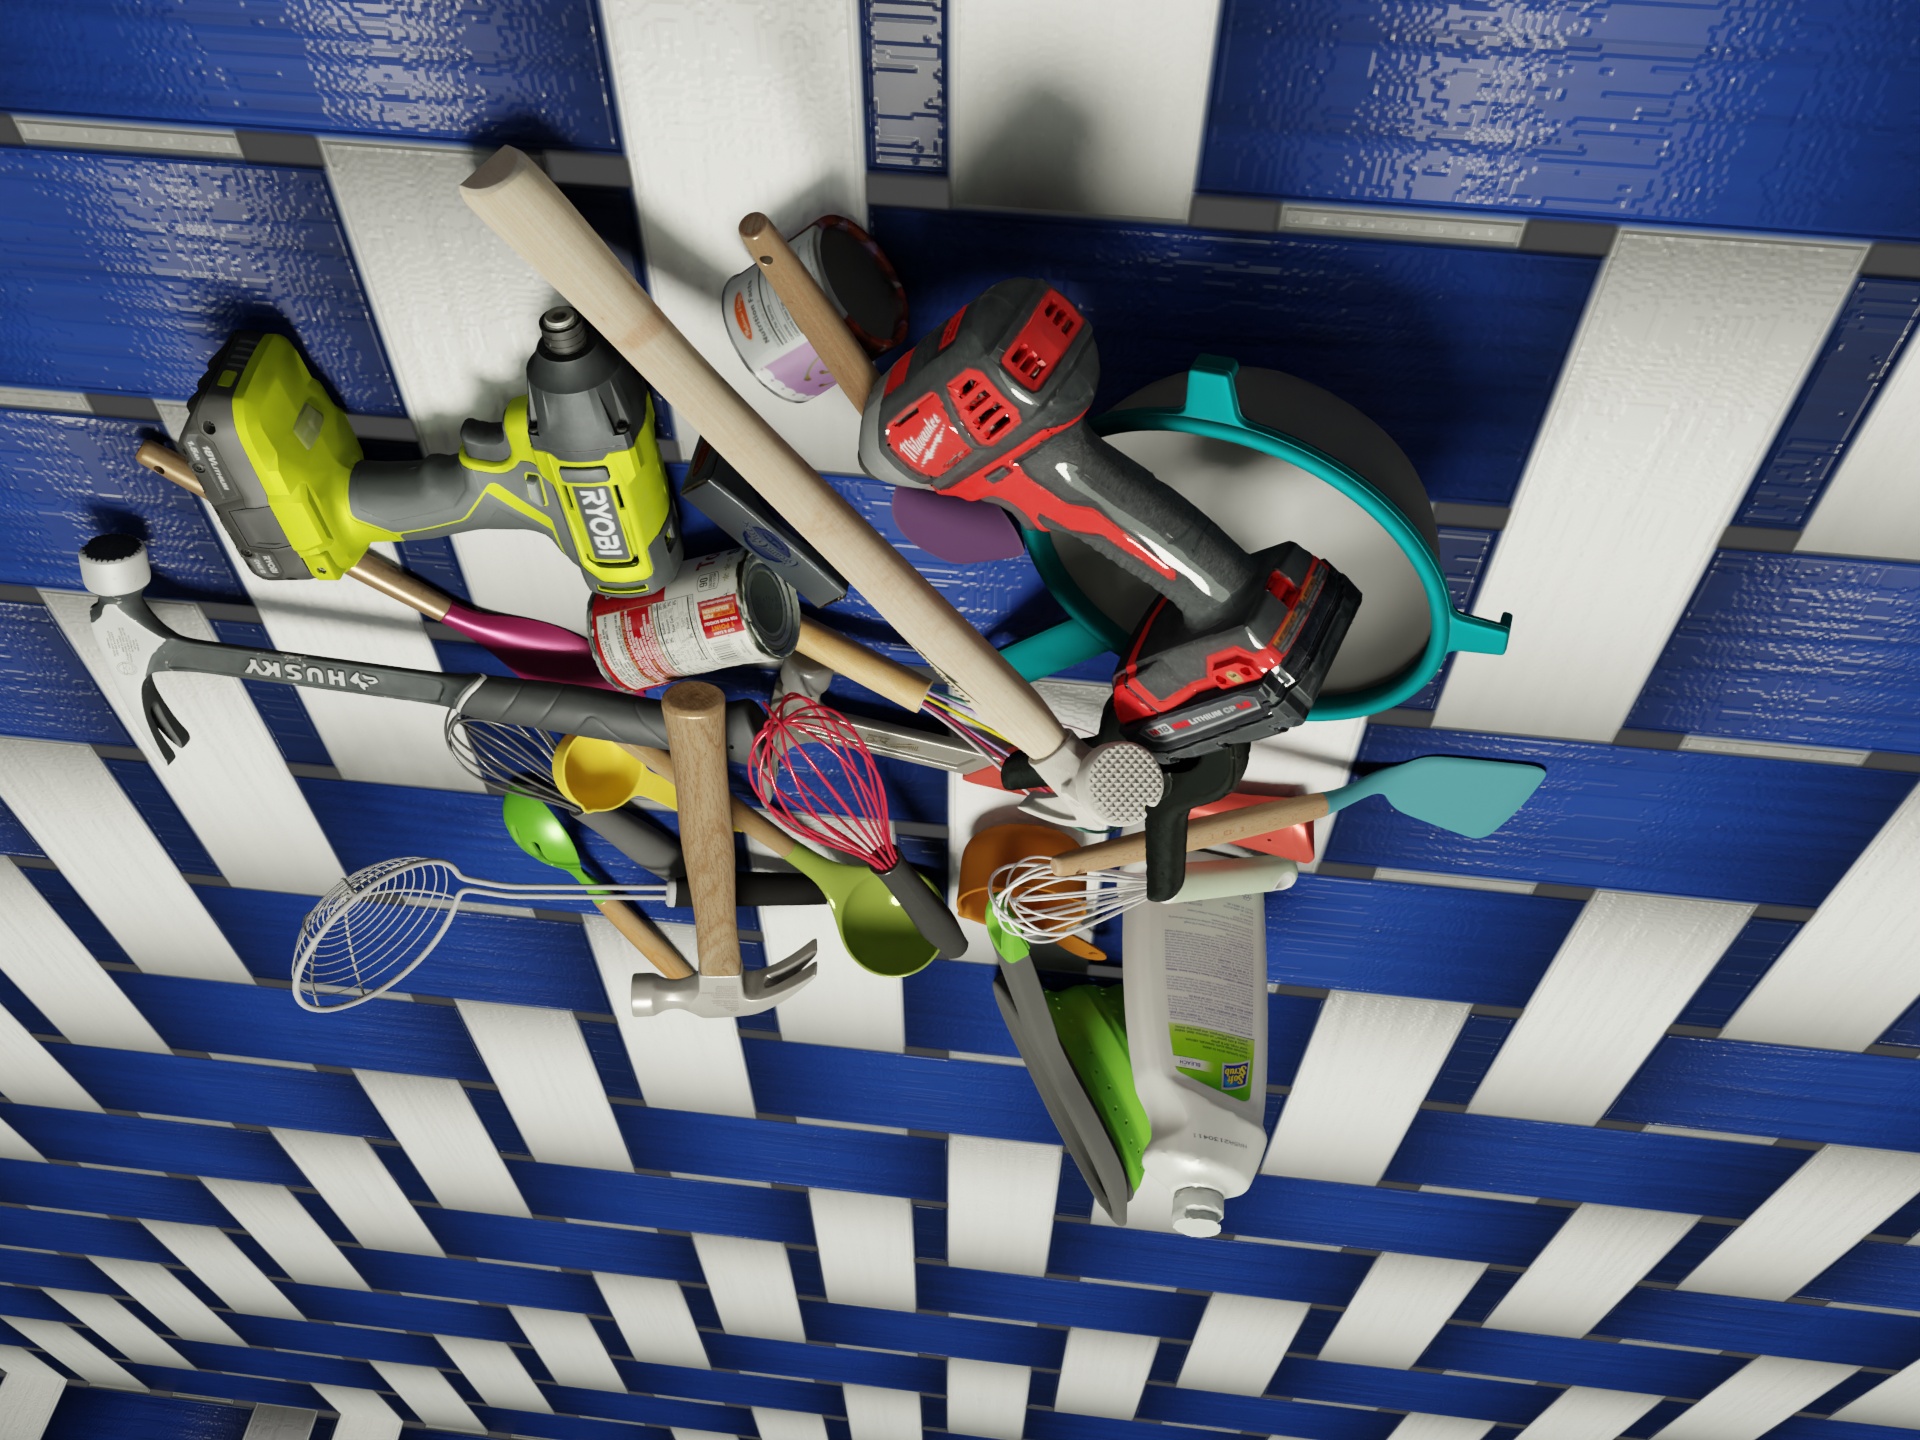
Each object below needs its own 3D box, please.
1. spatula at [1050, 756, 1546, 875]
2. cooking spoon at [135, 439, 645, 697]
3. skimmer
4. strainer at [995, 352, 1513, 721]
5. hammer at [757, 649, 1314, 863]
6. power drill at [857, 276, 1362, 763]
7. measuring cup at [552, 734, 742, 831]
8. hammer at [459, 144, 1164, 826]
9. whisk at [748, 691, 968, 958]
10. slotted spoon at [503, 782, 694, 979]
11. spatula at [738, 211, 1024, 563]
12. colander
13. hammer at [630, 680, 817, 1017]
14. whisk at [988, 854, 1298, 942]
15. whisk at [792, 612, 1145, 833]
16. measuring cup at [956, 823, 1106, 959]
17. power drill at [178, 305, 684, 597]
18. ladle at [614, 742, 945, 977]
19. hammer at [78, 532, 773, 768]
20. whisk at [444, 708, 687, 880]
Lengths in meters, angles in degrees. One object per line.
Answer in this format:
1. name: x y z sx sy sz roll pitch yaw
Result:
1. spatula: 0.201 0.063 0.953 0.317 0.044 0.082 -11 149 -22
2. cooking spoon: -0.331 -0.078 0.949 0.318 0.017 0.068 31 136 -27
3. skimmer: -0.257 0.142 1.084 0.363 0.090 0.127 1 138 -16
4. strainer: 0.111 -0.086 0.817 0.211 0.095 0.340 37 153 -17
5. hammer: 0.051 0.041 1.014 0.359 0.037 0.149 13 141 -6
6. power drill: 0.054 -0.082 0.691 0.219 0.079 0.143 41 151 -17
7. measuring cup: -0.203 0.045 1.065 0.156 0.062 0.029 26 171 -40
8. hammer: -0.073 -0.100 0.750 0.410 0.038 0.146 45 169 -8
9. whisk: -0.055 0.079 1.004 0.073 0.073 0.295 -9 143 20
10. slotted spoon: -0.258 0.146 1.203 0.070 0.031 0.313 23 156 35
11. spatula: -0.034 -0.138 0.745 0.060 0.018 0.315 -5 160 16
12. colander: 0.095 0.219 1.141 0.094 0.205 0.396 -26 142 -7
13. hammer: -0.156 0.095 1.010 0.130 0.031 0.331 0 139 -5
14. whisk: 0.122 0.104 1.006 0.246 0.059 0.057 -2 132 -34
15. whisk: -0.002 -0.002 0.928 0.245 0.047 0.051 27 118 4
16. measuring cup: 0.063 0.121 1.105 0.095 0.052 0.173 -10 152 28
17. power drill: -0.267 -0.139 0.820 0.223 0.080 0.171 0 142 4
18. ladle: -0.130 0.076 1.066 0.319 0.078 0.062 39 173 -32
19. hammer: -0.316 -0.014 0.964 0.409 0.036 0.149 9 125 0
20. whisk: -0.256 0.053 1.082 0.055 0.055 0.238 -17 140 28
